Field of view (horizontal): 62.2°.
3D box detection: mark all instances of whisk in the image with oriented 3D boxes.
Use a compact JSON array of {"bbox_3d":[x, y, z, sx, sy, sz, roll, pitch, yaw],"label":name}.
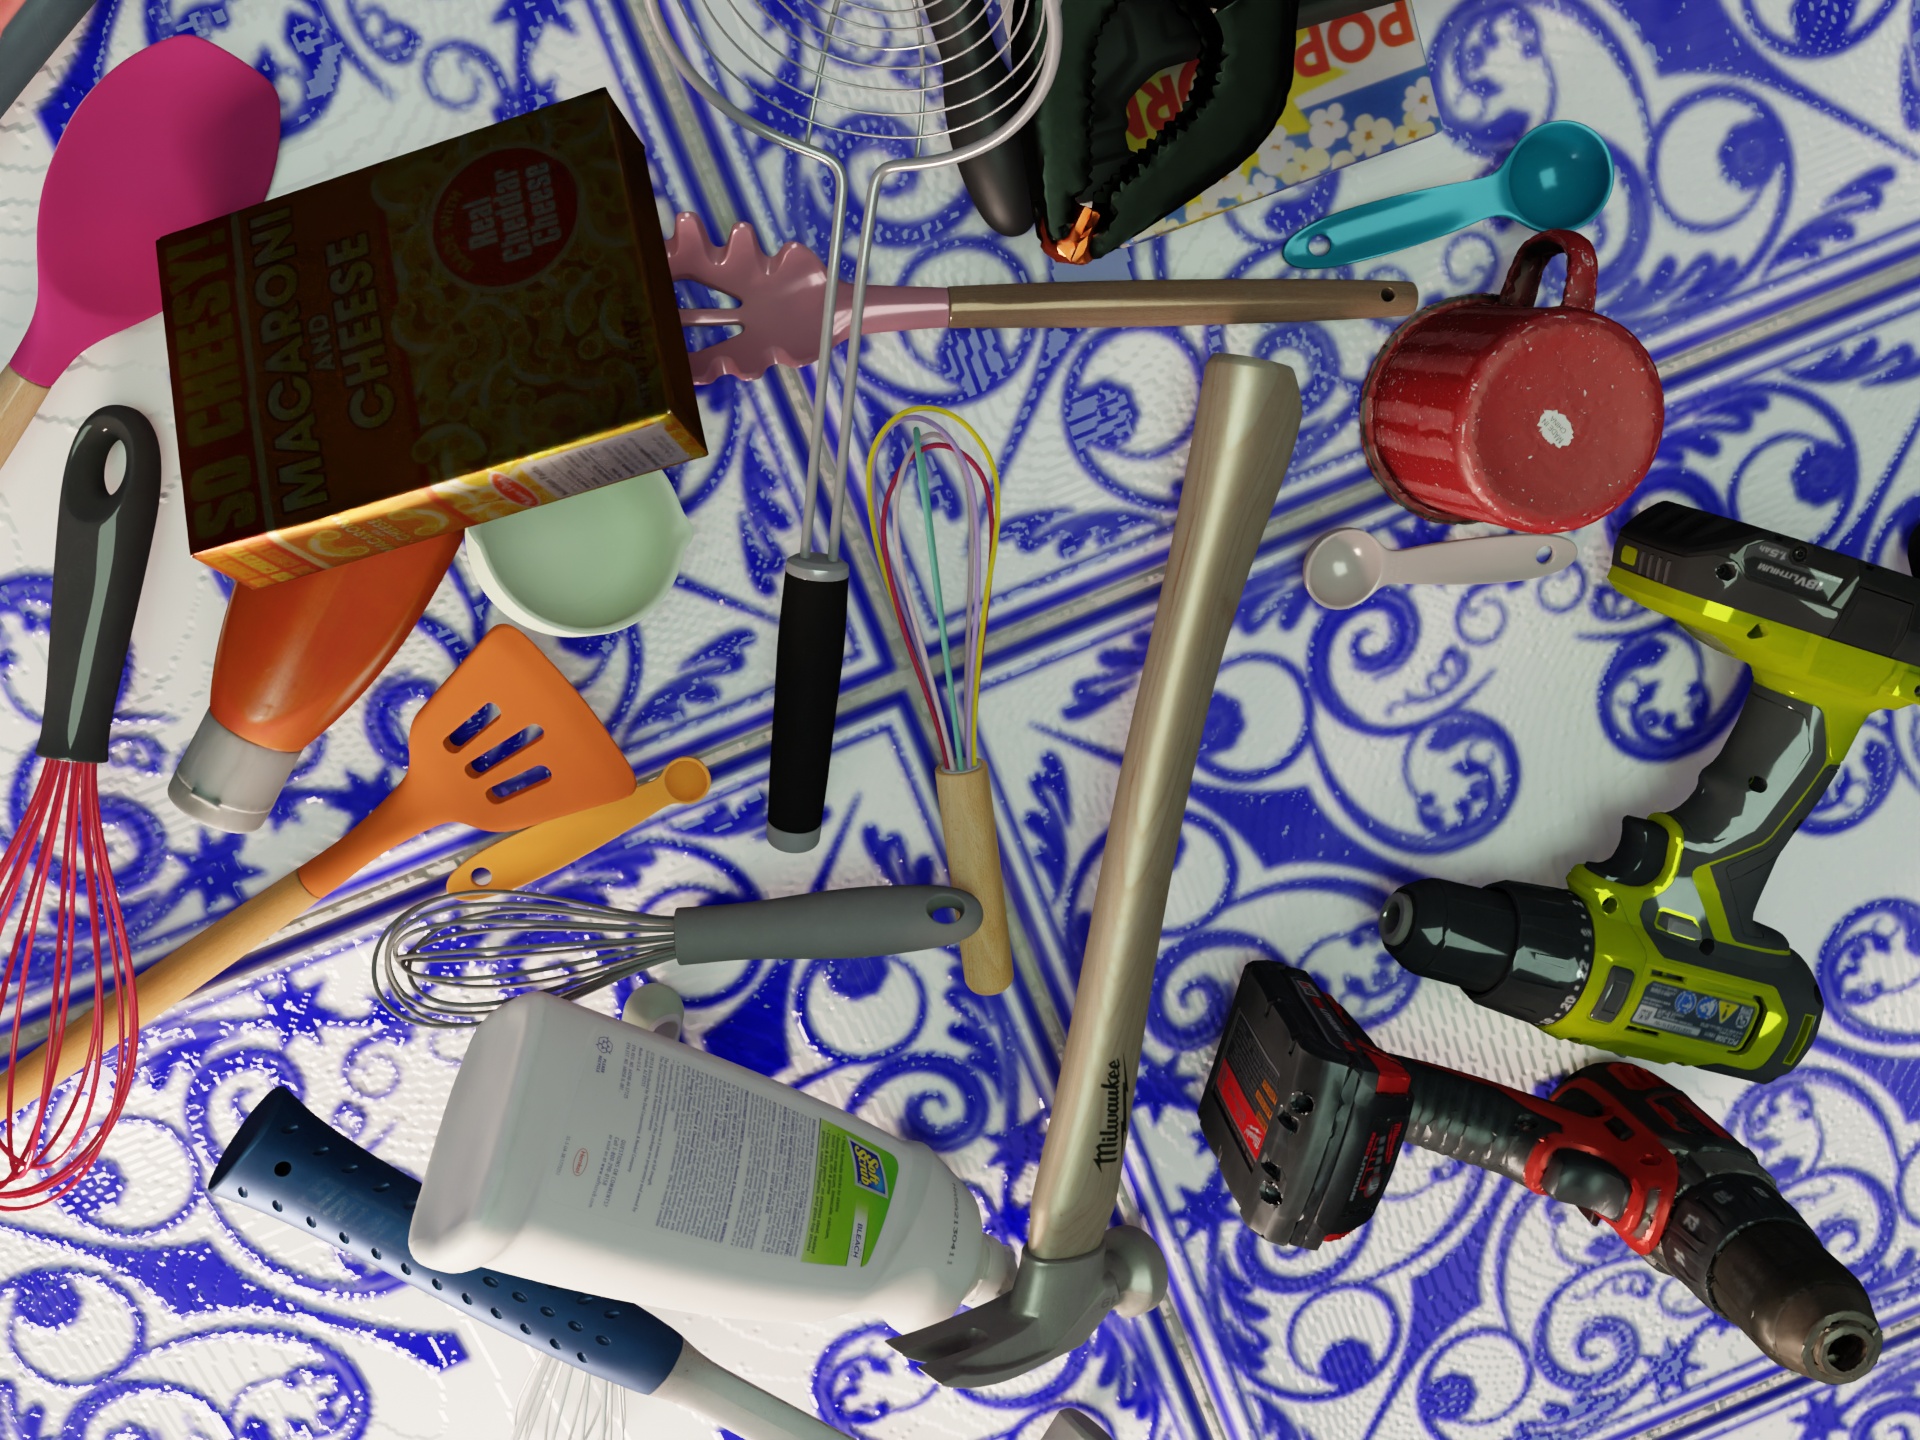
[{"bbox_3d":[-0.325,0.032,0.575,0.073,0.073,0.296,9,91,-10],"label":"whisk"},{"bbox_3d":[-0.018,-0.309,0.547,0.070,0.070,0.284,-19,111,-2],"label":"whisk"},{"bbox_3d":[-0.151,0.226,0.668,0.057,0.059,0.246,5,102,-47],"label":"whisk"},{"bbox_3d":[0.001,-0.002,0.631,0.047,0.051,0.245,-11,108,-11],"label":"whisk"},{"bbox_3d":[-0.109,0.088,0.627,0.239,0.055,0.055,-5,105,-3],"label":"whisk"}]

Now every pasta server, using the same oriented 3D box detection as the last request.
[{"bbox_3d":[0.023,-0.157,0.597,0.316,0.040,0.060,-3,93,-8],"label":"pasta server"}]

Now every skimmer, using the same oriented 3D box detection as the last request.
[{"bbox_3d":[-0.049,-0.097,0.534,0.127,0.090,0.363,9,117,2],"label":"skimmer"}]

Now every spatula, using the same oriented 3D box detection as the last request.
[{"bbox_3d":[-0.274,0.079,0.614,0.322,0.041,0.081,-35,105,3],"label":"spatula"}]

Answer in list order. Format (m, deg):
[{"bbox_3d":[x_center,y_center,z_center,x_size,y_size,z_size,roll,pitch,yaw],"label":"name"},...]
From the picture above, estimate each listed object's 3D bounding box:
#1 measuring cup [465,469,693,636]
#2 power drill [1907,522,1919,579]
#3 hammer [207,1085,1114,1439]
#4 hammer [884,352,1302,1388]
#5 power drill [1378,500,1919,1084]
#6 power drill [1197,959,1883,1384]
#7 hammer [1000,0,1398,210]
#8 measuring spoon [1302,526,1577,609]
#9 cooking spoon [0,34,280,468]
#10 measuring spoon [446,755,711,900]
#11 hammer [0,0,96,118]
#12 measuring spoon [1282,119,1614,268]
[{"bbox_3d":[-0.147,-0.112,0.588,0.083,0.038,0.167,-3,86,-30],"label":"measuring cup"},{"bbox_3d":[0.524,-0.029,0.678,0.171,0.080,0.223,-41,109,5],"label":"power drill"},{"bbox_3d":[-0.115,0.272,0.646,0.405,0.035,0.144,39,83,-22],"label":"hammer"},{"bbox_3d":[0.065,0.062,0.628,0.146,0.038,0.410,1,103,-48],"label":"hammer"},{"bbox_3d":[0.293,0.032,0.661,0.190,0.080,0.228,15,104,-11],"label":"power drill"},{"bbox_3d":[0.225,0.180,0.634,0.226,0.188,0.080,14,101,-7],"label":"power drill"},{"bbox_3d":[0.178,-0.279,0.548,0.337,0.034,0.127,-16,105,-4],"label":"hammer"},{"bbox_3d":[0.197,-0.067,0.657,0.124,0.018,0.034,-5,115,-13],"label":"measuring spoon"},{"bbox_3d":[-0.344,-0.103,0.564,0.319,0.017,0.068,-51,148,9],"label":"cooking spoon"},{"bbox_3d":[-0.153,0.044,0.639,0.117,0.011,0.021,-25,105,3],"label":"measuring spoon"},{"bbox_3d":[-0.286,-0.249,0.532,0.143,0.038,0.386,40,96,-16],"label":"hammer"},{"bbox_3d":[0.188,-0.199,0.622,0.128,0.021,0.042,-14,99,6],"label":"measuring spoon"}]
